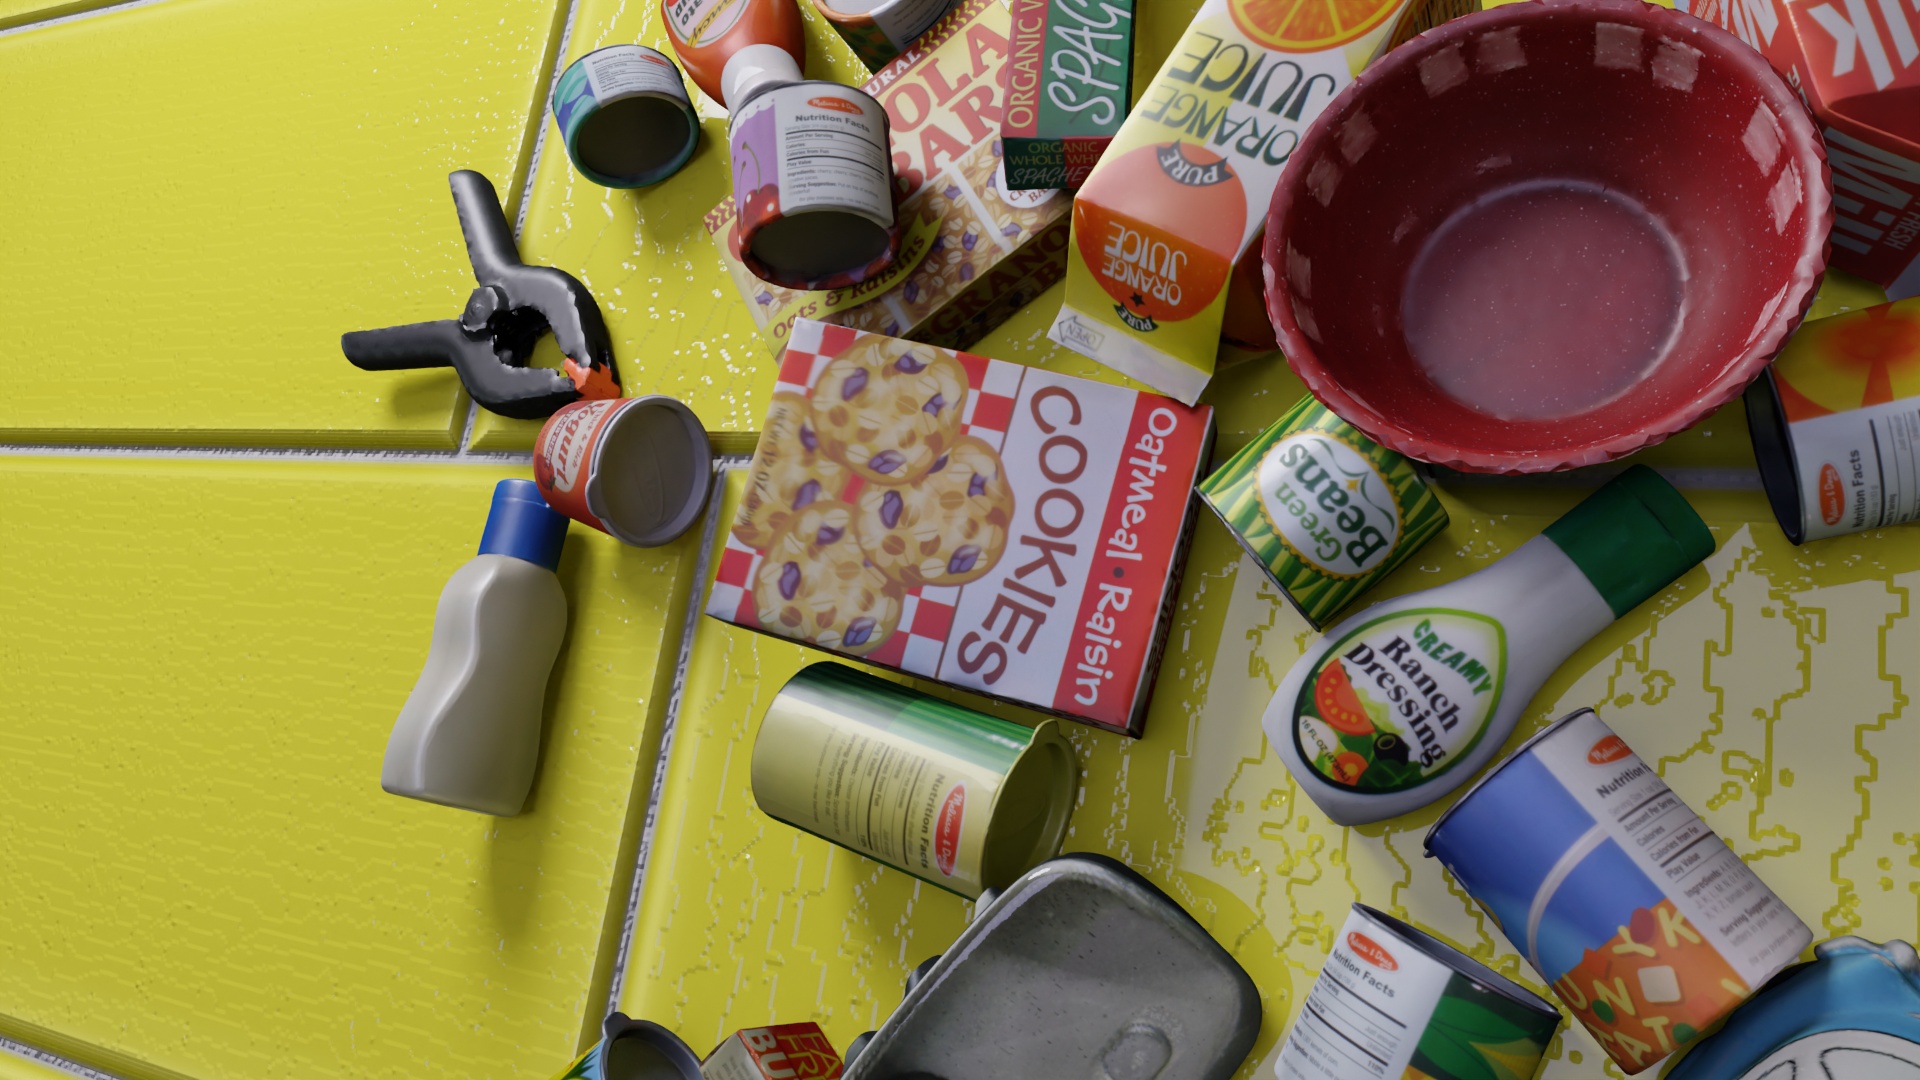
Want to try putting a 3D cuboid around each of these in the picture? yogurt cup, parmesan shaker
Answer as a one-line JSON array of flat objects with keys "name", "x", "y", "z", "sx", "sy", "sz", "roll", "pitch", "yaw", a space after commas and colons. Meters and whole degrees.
[{"name": "yogurt cup", "x": -0.154, "y": -0.034, "z": 0.624, "sx": 0.054, "sy": 0.072, "sz": 0.072, "roll": 10, "pitch": 79, "yaw": 37}, {"name": "parmesan shaker", "x": -0.017, "y": 0.086, "z": 0.516, "sx": 0.103, "sy": 0.071, "sz": 0.071, "roll": 15, "pitch": 82, "yaw": 30}]

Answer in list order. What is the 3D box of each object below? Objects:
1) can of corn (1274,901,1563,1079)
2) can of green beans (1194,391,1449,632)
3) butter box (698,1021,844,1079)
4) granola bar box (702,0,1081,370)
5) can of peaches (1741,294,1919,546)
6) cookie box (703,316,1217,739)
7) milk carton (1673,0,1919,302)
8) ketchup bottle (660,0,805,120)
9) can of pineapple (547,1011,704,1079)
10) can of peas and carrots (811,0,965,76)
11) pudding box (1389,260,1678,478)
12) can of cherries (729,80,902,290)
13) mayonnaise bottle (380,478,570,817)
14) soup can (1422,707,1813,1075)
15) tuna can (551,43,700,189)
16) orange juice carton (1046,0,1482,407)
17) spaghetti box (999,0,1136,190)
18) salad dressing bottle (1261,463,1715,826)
[{"name": "can of corn", "x": 0.139, "y": 0.153, "z": 0.420, "sx": 0.071, "sy": 0.071, "sz": 0.058, "roll": 26, "pitch": 88, "yaw": 30}, {"name": "can of green beans", "x": 0.124, "y": -0.012, "z": 0.477, "sx": 0.057, "sy": 0.071, "sz": 0.071, "roll": -41, "pitch": 61, "yaw": 9}, {"name": "butter box", "x": -0.047, "y": 0.221, "z": 0.496, "sx": 0.024, "sy": 0.053, "sz": 0.104, "roll": -47, "pitch": 59, "yaw": 10}, {"name": "granola bar box", "x": -0.019, "y": -0.143, "z": 0.606, "sx": 0.165, "sy": 0.039, "sz": 0.124, "roll": -36, "pitch": 63, "yaw": 12}, {"name": "can of peaches", "x": 0.272, "y": -0.038, "z": 0.414, "sx": 0.058, "sy": 0.071, "sz": 0.071, "roll": -13, "pitch": 69, "yaw": 23}, {"name": "cookie box", "x": 0.002, "y": -0.007, "z": 0.529, "sx": 0.167, "sy": 0.040, "sz": 0.123, "roll": 14, "pitch": 81, "yaw": 14}, {"name": "milk carton", "x": 0.281, "y": -0.167, "z": 0.438, "sx": 0.073, "sy": 0.072, "sz": 0.191, "roll": -8, "pitch": 70, "yaw": 10}, {"name": "ketchup bottle", "x": -0.100, "y": -0.229, "z": 0.647, "sx": 0.064, "sy": 0.043, "sz": 0.149, "roll": -36, "pitch": 45, "yaw": 12}, {"name": "can of pineapple", "x": -0.133, "y": 0.226, "z": 0.529, "sx": 0.058, "sy": 0.071, "sz": 0.071, "roll": -39, "pitch": 61, "yaw": 11}, {"name": "can of peas and carrots", "x": -0.029, "y": -0.249, "z": 0.633, "sx": 0.071, "sy": 0.058, "sz": 0.071, "roll": -8, "pitch": 71, "yaw": 24}, {"name": "pudding box", "x": 0.197, "y": -0.057, "z": 0.477, "sx": 0.083, "sy": 0.030, "sz": 0.050, "roll": -16, "pitch": 67, "yaw": 21}, {"name": "can of cherries", "x": -0.059, "y": -0.141, "z": 0.565, "sx": 0.071, "sy": 0.071, "sz": 0.058, "roll": -15, "pitch": 70, "yaw": 22}, {"name": "mayonnaise bottle", "x": -0.211, "y": 0.047, "z": 0.630, "sx": 0.041, "sy": 0.064, "sz": 0.148, "roll": -3, "pitch": 69, "yaw": 34}, {"name": "soup can", "x": 0.190, "y": 0.104, "z": 0.410, "sx": 0.071, "sy": 0.071, "sz": 0.084, "roll": -42, "pitch": 61, "yaw": 9}, {"name": "tuna can", "x": -0.165, "y": -0.205, "z": 0.684, "sx": 0.071, "sy": 0.071, "sz": 0.033, "roll": -31, "pitch": 64, "yaw": 15}, {"name": "orange juice carton", "x": 0.111, "y": -0.142, "z": 0.517, "sx": 0.072, "sy": 0.073, "sz": 0.192, "roll": 32, "pitch": 87, "yaw": 31}, {"name": "spaghetti box", "x": 0.051, "y": -0.252, "z": 0.582, "sx": 0.050, "sy": 0.028, "sz": 0.251, "roll": 1, "pitch": 64, "yaw": 9}, {"name": "salad dressing bottle", "x": 0.170, "y": 0.033, "z": 0.453, "sx": 0.147, "sy": 0.044, "sz": 0.064, "roll": -39, "pitch": 70, "yaw": 11}]
